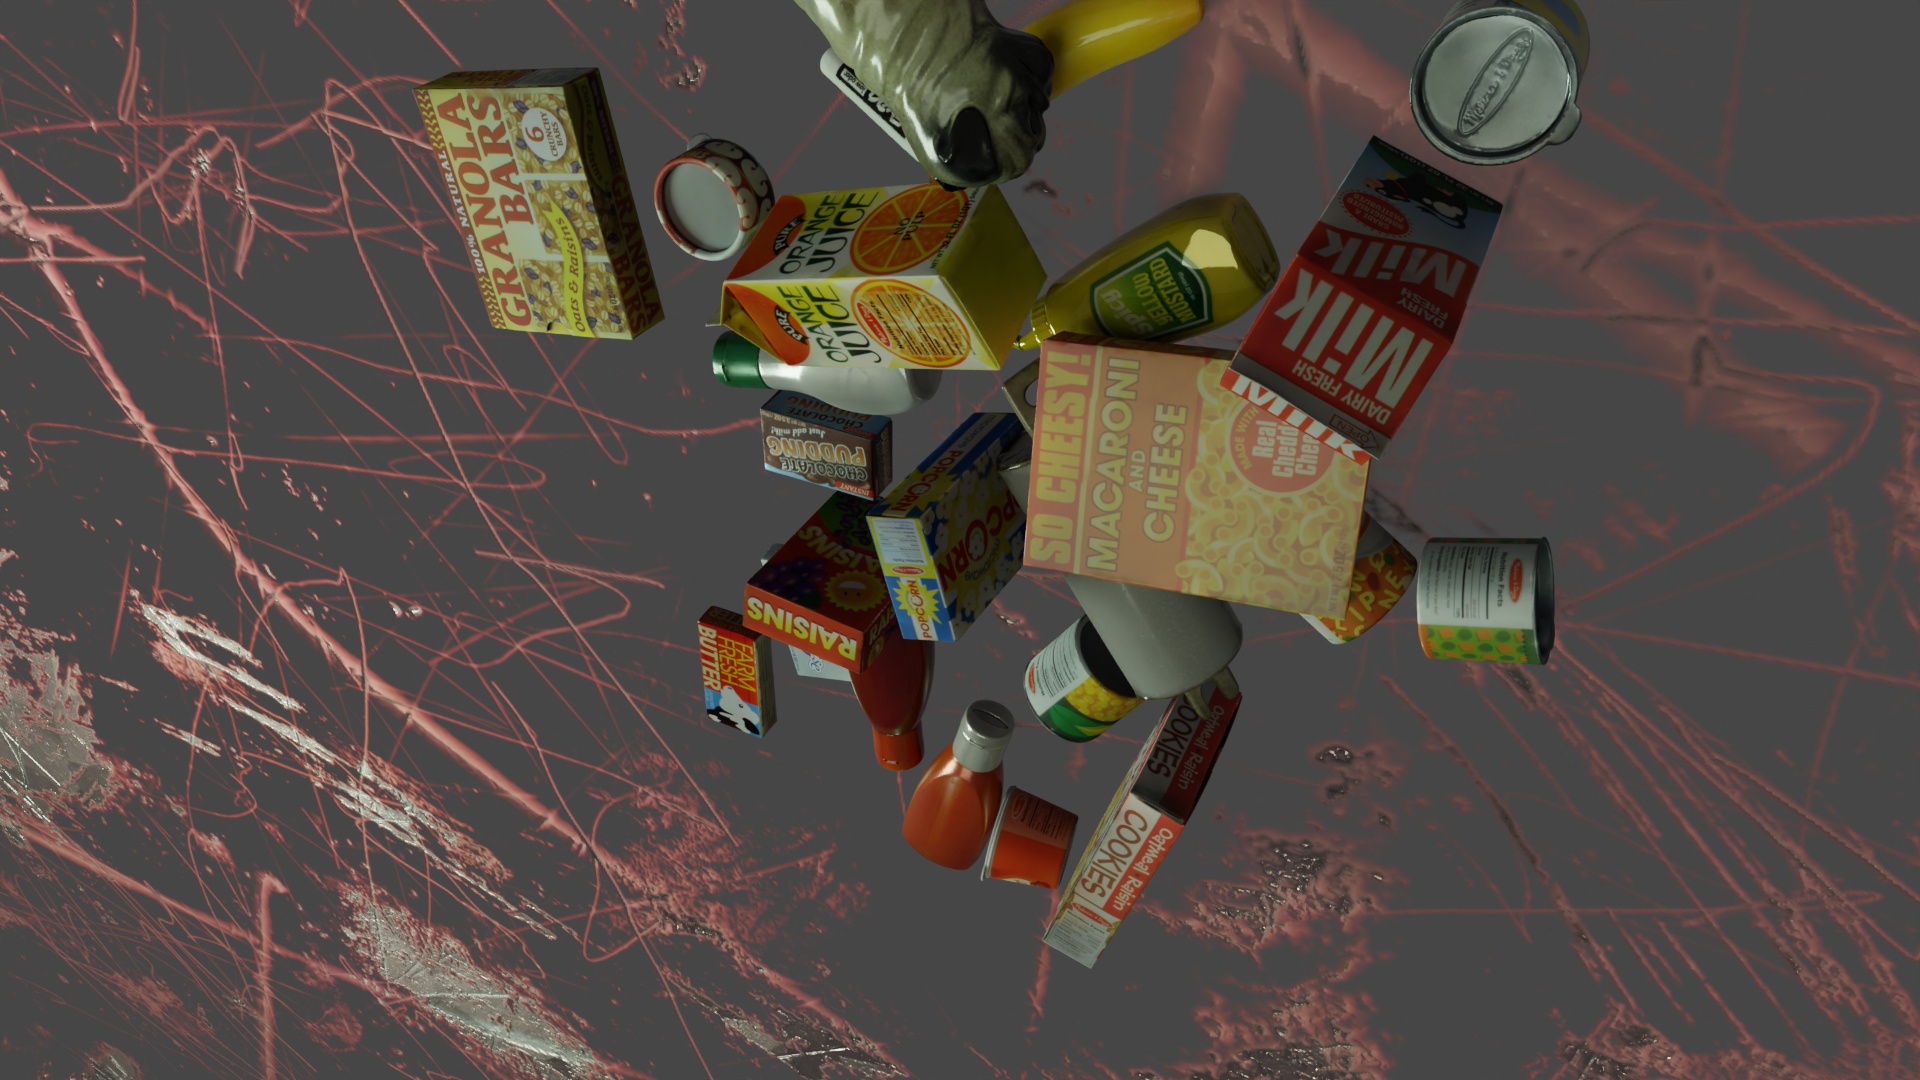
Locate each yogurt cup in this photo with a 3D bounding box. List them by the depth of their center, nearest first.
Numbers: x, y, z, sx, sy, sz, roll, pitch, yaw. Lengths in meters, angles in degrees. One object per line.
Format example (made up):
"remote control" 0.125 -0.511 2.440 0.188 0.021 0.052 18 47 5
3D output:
"yogurt cup" 0.052 0.215 0.993 0.054 0.073 0.072 16 129 10

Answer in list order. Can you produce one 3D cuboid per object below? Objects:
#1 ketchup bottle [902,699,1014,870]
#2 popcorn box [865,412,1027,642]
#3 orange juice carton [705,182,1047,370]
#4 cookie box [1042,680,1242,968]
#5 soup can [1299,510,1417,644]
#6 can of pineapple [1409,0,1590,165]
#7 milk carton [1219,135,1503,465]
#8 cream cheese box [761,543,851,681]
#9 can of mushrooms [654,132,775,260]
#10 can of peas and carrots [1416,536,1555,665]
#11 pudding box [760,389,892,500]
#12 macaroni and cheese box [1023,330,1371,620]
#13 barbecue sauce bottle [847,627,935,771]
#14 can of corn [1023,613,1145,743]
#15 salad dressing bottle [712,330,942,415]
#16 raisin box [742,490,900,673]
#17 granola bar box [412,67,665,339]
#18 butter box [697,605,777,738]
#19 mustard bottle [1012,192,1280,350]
"ketchup bottle" 0.003 0.176 1.006 0.065 0.044 0.148 27 131 10
"popcorn box" 0.003 -0.010 0.816 0.038 0.127 0.085 5 124 32
"orange juice carton" -0.058 -0.145 0.771 0.192 0.072 0.072 6 147 35
"cookie box" 0.116 0.177 0.886 0.040 0.123 0.166 29 132 8
"soup can" 0.197 0.004 0.755 0.084 0.072 0.071 42 133 -3
"can of pineapple" 0.232 -0.200 0.593 0.071 0.058 0.070 16 129 20
"milk carton" 0.174 -0.100 0.608 0.072 0.191 0.073 32 133 7
"cream cheese box" -0.102 0.051 0.992 0.053 0.024 0.103 3 123 27
"can of mushrooms" -0.149 -0.205 0.830 0.071 0.034 0.070 16 129 21
"can of peas and carrots" 0.277 0.032 0.729 0.058 0.071 0.070 0 122 31
"pudding box" -0.086 -0.062 0.897 0.084 0.030 0.049 17 130 19
"macaroni and cheese box" 0.121 -0.035 0.707 0.166 0.040 0.123 9 106 17
"barbecue sauce bottle" -0.048 0.098 0.981 0.065 0.044 0.147 8 127 16
"can of corn" 0.085 0.086 0.881 0.071 0.071 0.058 42 132 -2
"salad dressing bottle" -0.084 -0.110 0.854 0.147 0.044 0.064 6 130 28
"raisin box" -0.070 0.022 0.884 0.086 0.124 0.039 22 130 15
"granola bar box" -0.268 -0.213 0.890 0.124 0.039 0.164 8 125 26
"butter box" -0.171 0.101 1.068 0.053 0.024 0.103 17 129 19
"mustard bottle" 0.087 -0.127 0.736 0.160 0.049 0.065 -20 111 38
